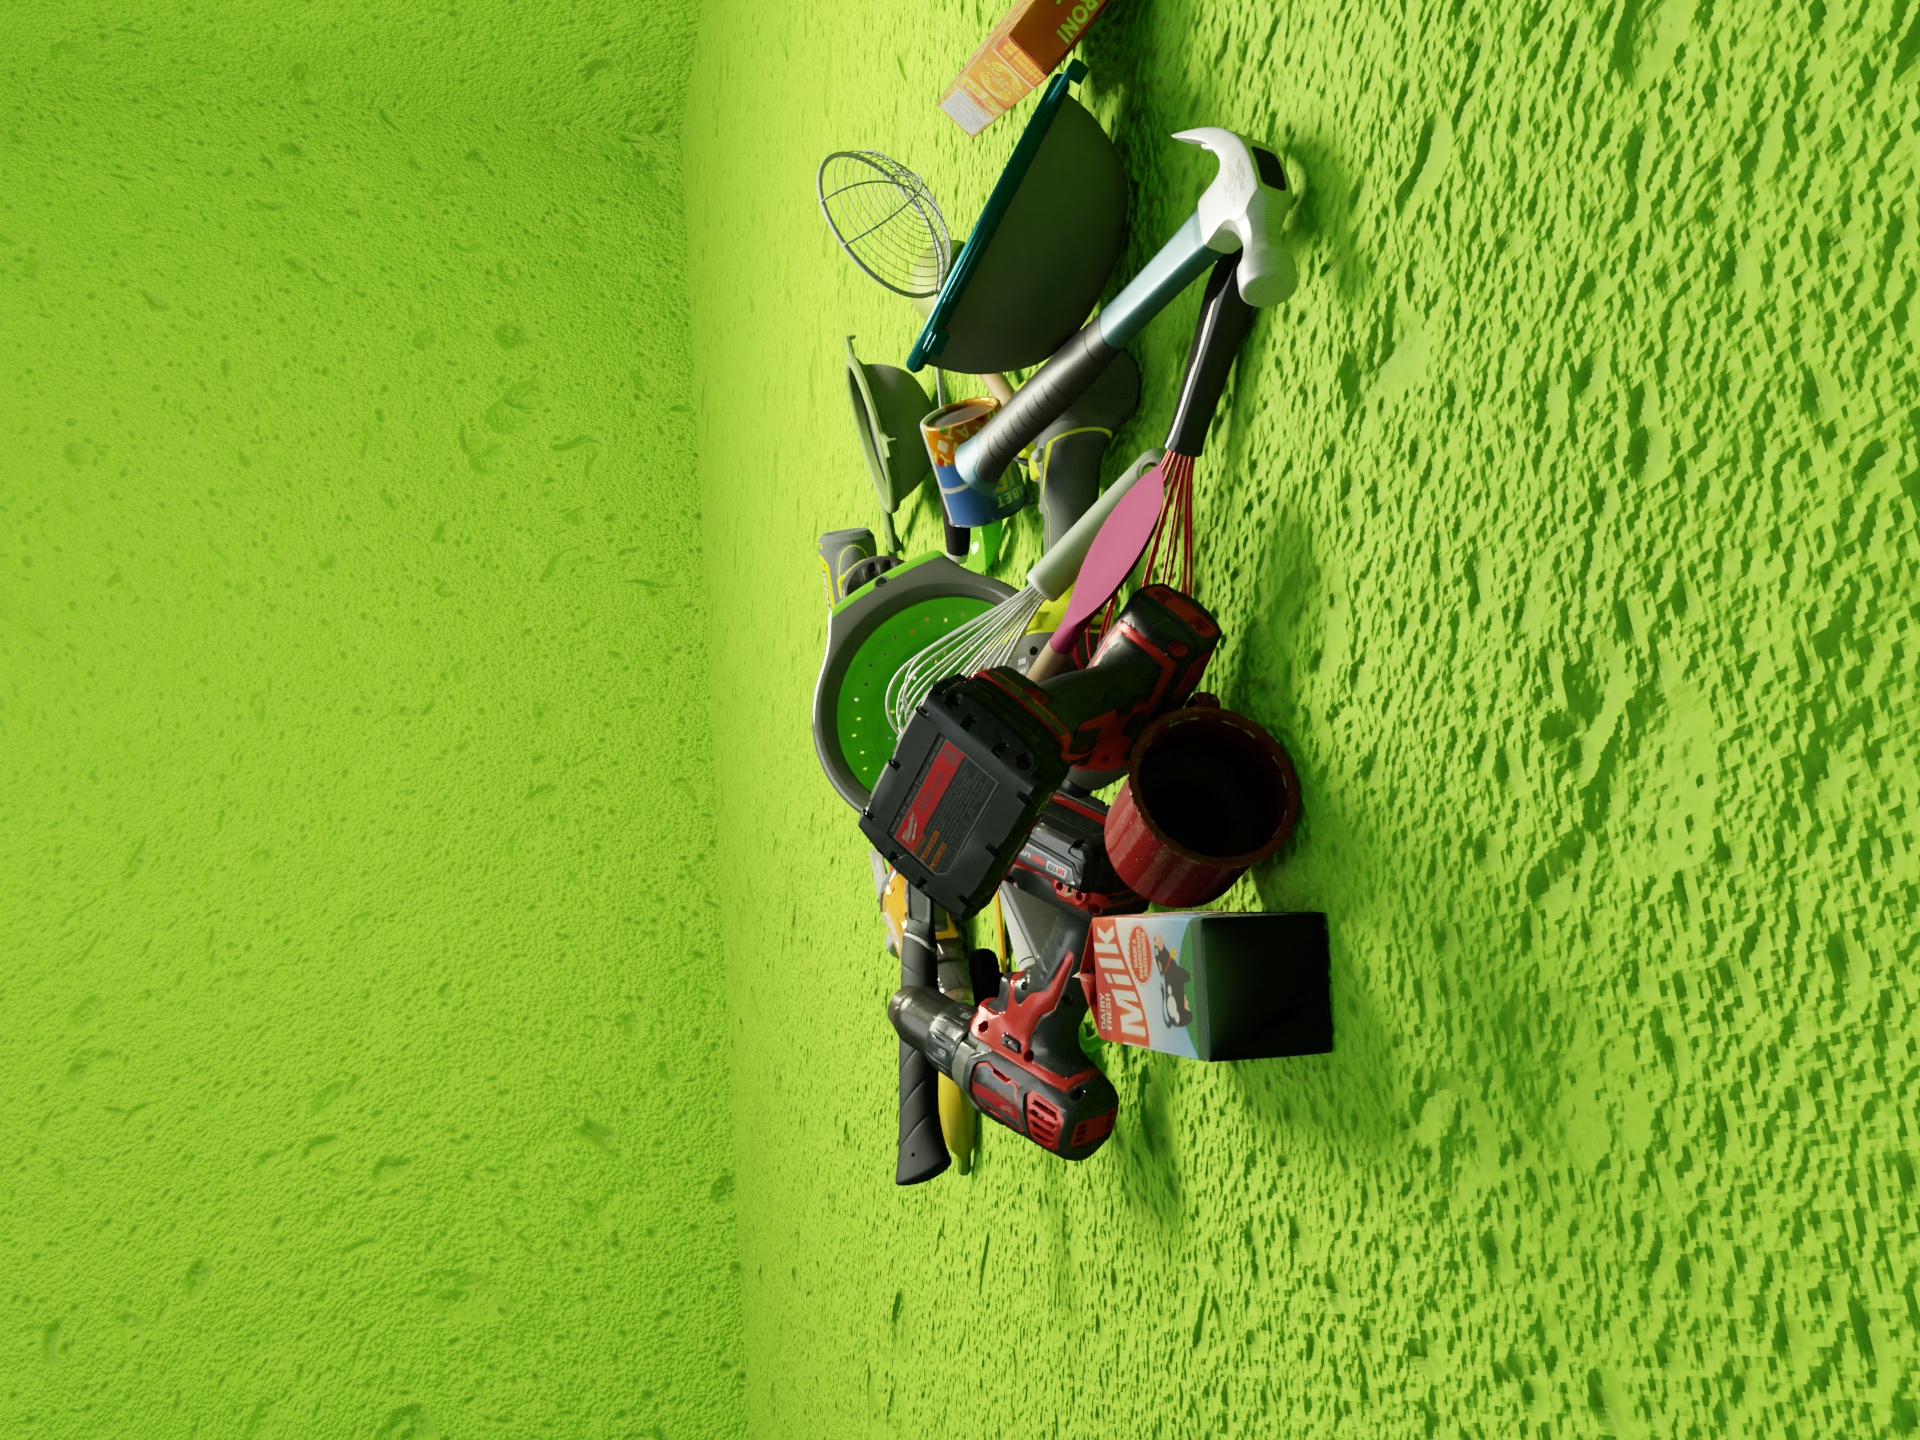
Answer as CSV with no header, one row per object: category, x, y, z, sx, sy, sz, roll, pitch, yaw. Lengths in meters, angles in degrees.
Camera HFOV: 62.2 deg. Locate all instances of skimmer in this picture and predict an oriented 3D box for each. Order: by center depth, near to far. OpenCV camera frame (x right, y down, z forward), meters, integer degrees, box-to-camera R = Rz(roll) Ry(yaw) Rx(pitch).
skimmer,-0.045,-0.283,1.303,0.127,0.090,0.362,-70,-20,-45

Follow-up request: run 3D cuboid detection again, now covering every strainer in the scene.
strainer,0.049,-0.315,1.113,0.211,0.095,0.340,-62,6,6
strainer,0.056,0.191,1.196,0.086,0.050,0.259,50,-166,-32
strainer,-0.054,-0.251,1.553,0.256,0.069,0.152,82,169,-60

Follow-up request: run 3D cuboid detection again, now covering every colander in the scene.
colander,0.029,0.065,1.185,0.397,0.204,0.094,64,-171,23

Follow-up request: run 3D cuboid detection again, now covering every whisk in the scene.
whisk,0.124,-0.140,0.928,0.073,0.073,0.295,-116,36,-57
whisk,0.045,-0.076,0.992,0.246,0.058,0.059,-46,-2,5

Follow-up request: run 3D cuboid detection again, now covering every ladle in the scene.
ladle,0.026,-0.300,1.306,0.321,0.062,0.078,-116,27,-43

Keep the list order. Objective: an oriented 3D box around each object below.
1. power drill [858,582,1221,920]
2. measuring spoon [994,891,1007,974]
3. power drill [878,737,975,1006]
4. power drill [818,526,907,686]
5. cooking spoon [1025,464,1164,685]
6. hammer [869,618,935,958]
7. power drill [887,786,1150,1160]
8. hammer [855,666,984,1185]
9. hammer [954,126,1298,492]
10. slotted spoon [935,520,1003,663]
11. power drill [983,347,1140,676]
power drill,0.050,0.014,0.861,0.079,0.219,0.143,40,127,17
measuring spoon,0.035,0.156,1.324,0.021,0.011,0.117,173,93,-83
power drill,-0.021,0.139,1.397,0.186,0.084,0.226,-118,28,-54
power drill,-0.091,-0.094,1.627,0.229,0.080,0.190,-142,43,-73
cooking spoon,0.051,-0.029,0.964,0.069,0.017,0.318,-86,20,-44
hammer,-0.052,0.047,1.513,0.143,0.038,0.386,-107,17,-48
power drill,0.035,0.156,1.053,0.188,0.080,0.226,24,112,40
hammer,-0.037,0.157,1.263,0.036,0.149,0.409,33,-127,-63
hammer,0.083,-0.223,0.942,0.331,0.033,0.128,-36,51,55
slotted spoon,-0.003,-0.093,1.419,0.313,0.031,0.070,108,156,-52
power drill,0.066,-0.129,1.093,0.171,0.080,0.223,163,110,-72
